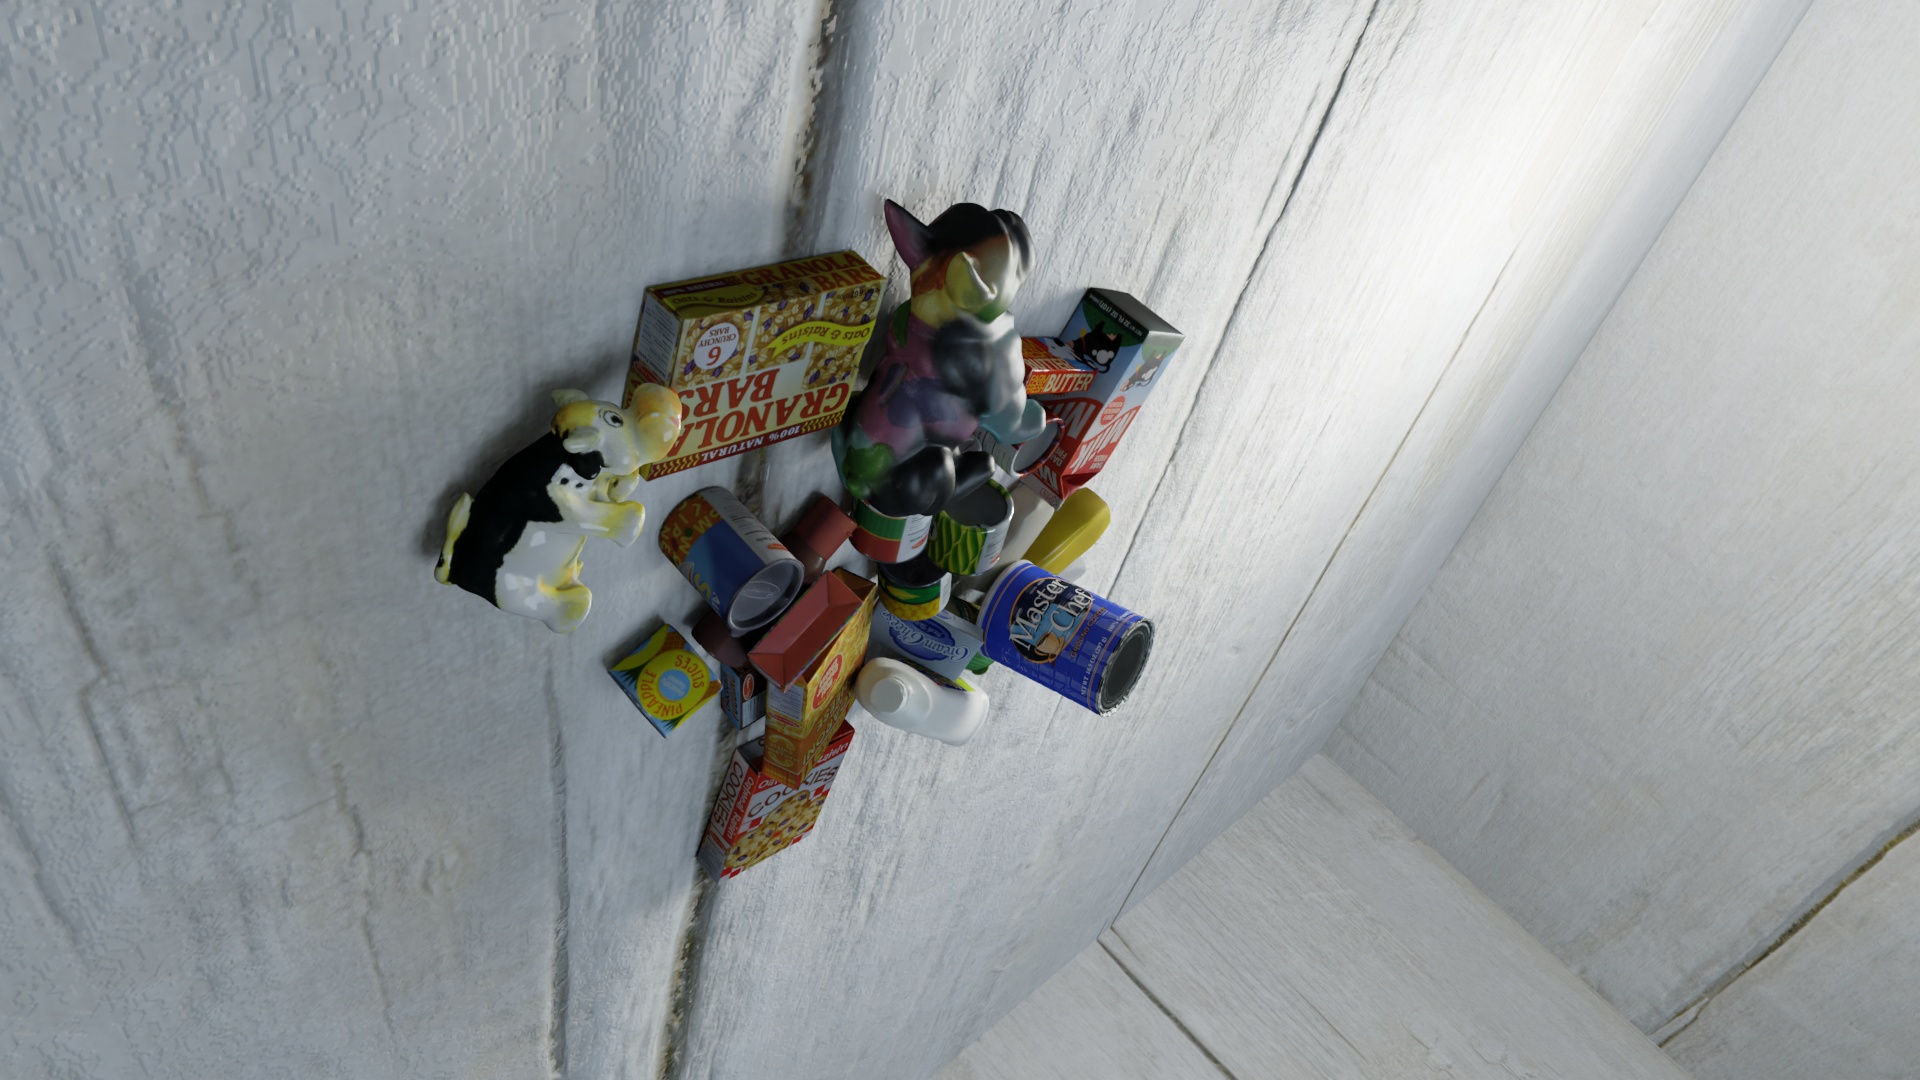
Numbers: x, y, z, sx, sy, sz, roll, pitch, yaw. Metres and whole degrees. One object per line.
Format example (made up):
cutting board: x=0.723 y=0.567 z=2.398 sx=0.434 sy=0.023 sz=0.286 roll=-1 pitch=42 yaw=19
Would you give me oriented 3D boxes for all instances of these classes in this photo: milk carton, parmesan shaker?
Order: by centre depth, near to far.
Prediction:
milk carton: x=0.108 y=-0.122 z=1.225 sx=0.073 sy=0.072 sz=0.189 roll=-7 pitch=134 yaw=-55
parmesan shaker: x=-0.004 y=0.092 z=1.362 sx=0.071 sy=0.071 sz=0.103 roll=-50 pitch=155 yaw=6

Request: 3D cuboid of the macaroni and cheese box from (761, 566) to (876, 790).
macaroni and cheese box: x=-0.123 y=0.122 z=1.202 sx=0.124 sy=0.040 sz=0.165 roll=-57 pitch=166 yaw=-39

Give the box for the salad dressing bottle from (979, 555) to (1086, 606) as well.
salad dressing bottle: x=0.065 y=0.057 z=1.458 sx=0.148 sy=0.044 sz=0.064 roll=-36 pitch=166 yaw=-21

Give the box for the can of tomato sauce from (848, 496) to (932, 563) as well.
can of tomato sauce: x=-0.054 y=-0.034 z=1.104 sx=0.071 sy=0.071 sz=0.082 roll=-29 pitch=149 yaw=-35

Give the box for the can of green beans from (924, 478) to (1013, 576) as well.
can of green beans: x=0.006 y=-0.014 z=1.146 sx=0.071 sy=0.071 sz=0.057 roll=-30 pitch=152 yaw=-33

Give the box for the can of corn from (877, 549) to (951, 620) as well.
can of corn: x=-0.043 y=0.028 z=1.216 sx=0.071 sy=0.071 sz=0.058 roll=-35 pitch=153 yaw=-24

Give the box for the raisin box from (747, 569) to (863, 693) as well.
raisin box: x=-0.118 y=0.071 z=1.045 sx=0.086 sy=0.040 sz=0.123 roll=-48 pitch=180 yaw=-11

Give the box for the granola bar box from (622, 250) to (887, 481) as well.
granola bar box: x=-0.132 y=-0.113 z=0.888 sx=0.166 sy=0.039 sz=0.123 roll=-22 pitch=146 yaw=-43

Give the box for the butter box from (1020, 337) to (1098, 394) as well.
butter box: x=0.065 y=-0.145 z=1.143 sx=0.104 sy=0.053 sz=0.024 roll=-11 pitch=135 yaw=-53

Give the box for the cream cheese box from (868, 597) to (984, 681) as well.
cream cheese box: x=-0.035 y=0.085 z=1.280 sx=0.053 sy=0.104 sz=0.024 roll=-56 pitch=-166 yaw=23

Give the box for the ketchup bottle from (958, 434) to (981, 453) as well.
ketchup bottle: x=0.001 y=-0.038 z=1.212 sx=0.065 sy=0.043 sz=0.148 roll=-32 pitch=151 yaw=-17

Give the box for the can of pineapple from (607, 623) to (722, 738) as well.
can of pineapple: x=-0.219 y=0.105 z=1.036 sx=0.058 sy=0.071 sz=0.070 roll=-41 pitch=155 yaw=-15

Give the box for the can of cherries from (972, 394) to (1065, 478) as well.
can of cherries: x=0.048 y=-0.096 z=1.182 sx=0.072 sy=0.058 sz=0.071 roll=-36 pitch=153 yaw=-22

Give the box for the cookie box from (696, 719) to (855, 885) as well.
cookie box: x=-0.179 y=0.248 z=1.349 sx=0.123 sy=0.040 sz=0.166 roll=-20 pitch=144 yaw=-45

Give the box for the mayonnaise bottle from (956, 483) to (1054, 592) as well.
mayonnaise bottle: x=0.055 y=-0.018 z=1.334 sx=0.147 sy=0.041 sz=0.065 roll=-54 pitch=157 yaw=12

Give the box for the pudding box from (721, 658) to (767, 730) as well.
pudding box: x=-0.175 y=0.118 z=1.175 sx=0.050 sy=0.030 sz=0.083 roll=-31 pitch=151 yaw=-30

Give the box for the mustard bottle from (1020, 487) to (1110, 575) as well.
mustard bottle: x=0.083 y=0.012 z=1.412 sx=0.161 sy=0.049 sz=0.065 roll=-39 pitch=156 yaw=-16

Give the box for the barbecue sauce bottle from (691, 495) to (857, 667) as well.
barbecue sauce bottle: x=-0.142 y=0.031 z=1.082 sx=0.148 sy=0.044 sz=0.065 roll=-48 pitch=164 yaw=0

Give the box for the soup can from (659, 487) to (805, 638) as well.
soup can: x=-0.163 y=0.015 z=0.975 sx=0.071 sy=0.084 sz=0.071 roll=-36 pitch=153 yaw=-22
